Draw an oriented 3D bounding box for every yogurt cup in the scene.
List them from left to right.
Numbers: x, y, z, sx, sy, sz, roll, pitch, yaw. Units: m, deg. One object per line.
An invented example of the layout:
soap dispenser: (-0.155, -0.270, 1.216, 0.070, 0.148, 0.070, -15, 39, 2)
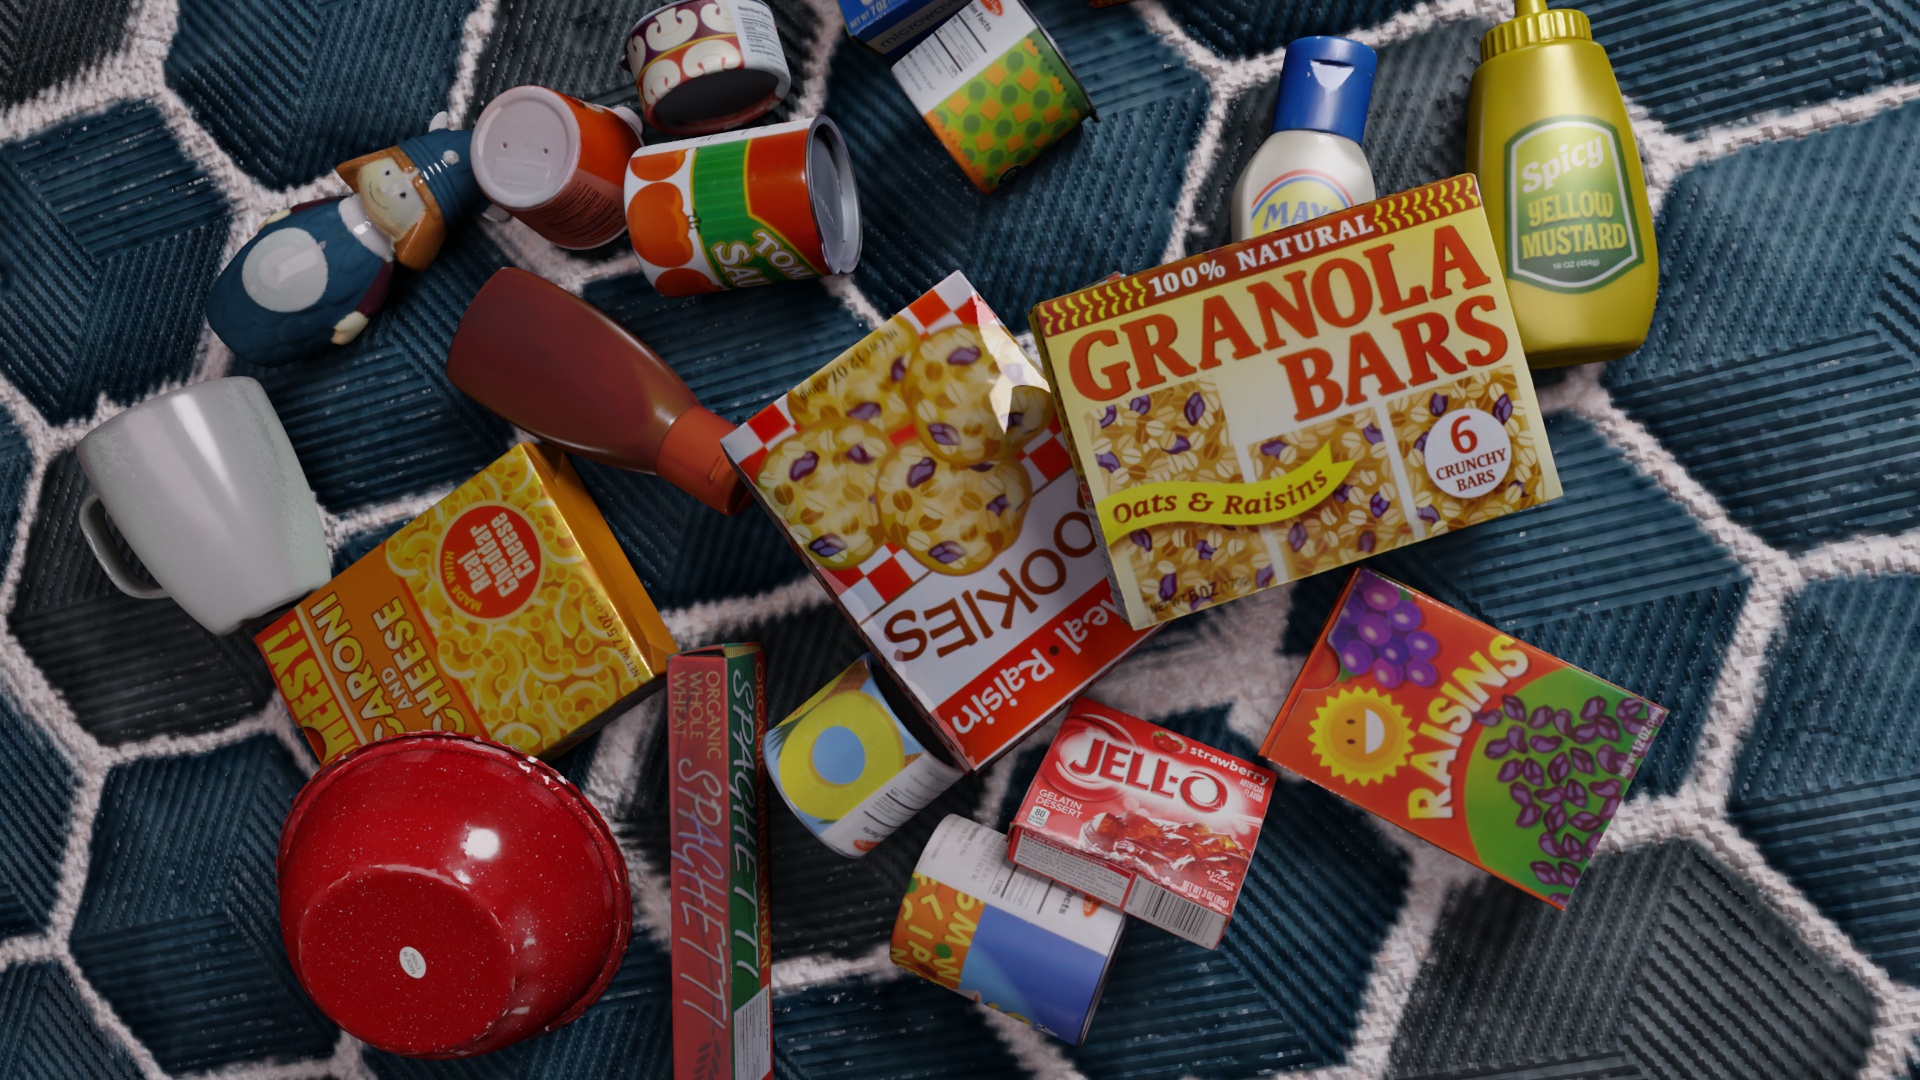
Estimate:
yogurt cup: (-0.181, -0.169, 0.622, 0.072, 0.054, 0.072, 0, 90, 14)

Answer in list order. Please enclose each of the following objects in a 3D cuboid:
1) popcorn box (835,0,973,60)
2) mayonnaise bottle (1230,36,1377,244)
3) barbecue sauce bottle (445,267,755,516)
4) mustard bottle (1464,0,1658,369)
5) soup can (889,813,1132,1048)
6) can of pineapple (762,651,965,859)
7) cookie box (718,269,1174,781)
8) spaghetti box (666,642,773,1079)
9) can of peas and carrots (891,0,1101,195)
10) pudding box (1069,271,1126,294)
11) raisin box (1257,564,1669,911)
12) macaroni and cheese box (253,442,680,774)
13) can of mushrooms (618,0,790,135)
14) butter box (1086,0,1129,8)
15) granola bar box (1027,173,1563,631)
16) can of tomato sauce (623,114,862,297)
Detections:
popcorn box: (-0.001, -0.271, 0.576, 0.126, 0.038, 0.085, -23, 80, 25)
mayonnaise bottle: (0.134, -0.122, 0.554, 0.065, 0.041, 0.148, 10, 92, 7)
barbecue sauce bottle: (-0.154, -0.062, 0.619, 0.149, 0.043, 0.065, 30, 94, 11)
mustard bottle: (0.223, -0.147, 0.530, 0.065, 0.049, 0.160, -7, 88, 9)
soup can: (0.021, 0.159, 0.563, 0.084, 0.071, 0.071, 20, 94, 13)
can of pineapple: (-0.040, 0.087, 0.578, 0.058, 0.071, 0.071, -40, 81, 9)
cookie box: (0.002, -0.007, 0.566, 0.123, 0.040, 0.167, -37, 81, -10)
spaghetti box: (-0.102, 0.168, 0.599, 0.029, 0.050, 0.250, -2, 88, 12)
can of peas and carrots: (0.015, -0.184, 0.573, 0.058, 0.071, 0.071, -36, 82, 11)
pudding box: (0.073, -0.063, 0.563, 0.030, 0.050, 0.084, -25, 84, 13)
raisin box: (0.191, 0.073, 0.539, 0.123, 0.040, 0.086, 27, 96, 13)
macaroni and cheese box: (-0.226, 0.051, 0.635, 0.166, 0.040, 0.124, -33, 82, 11)
can of mushrooms: (-0.111, -0.204, 0.601, 0.071, 0.071, 0.033, -18, 87, 12)
butter box: (0.100, -0.259, 0.574, 0.103, 0.024, 0.053, -7, 87, 13)
granola bar box: (0.121, -0.050, 0.514, 0.166, 0.039, 0.124, -17, 93, -3)
can of tomato sauce: (-0.092, -0.140, 0.595, 0.083, 0.071, 0.071, -5, 88, 14)
